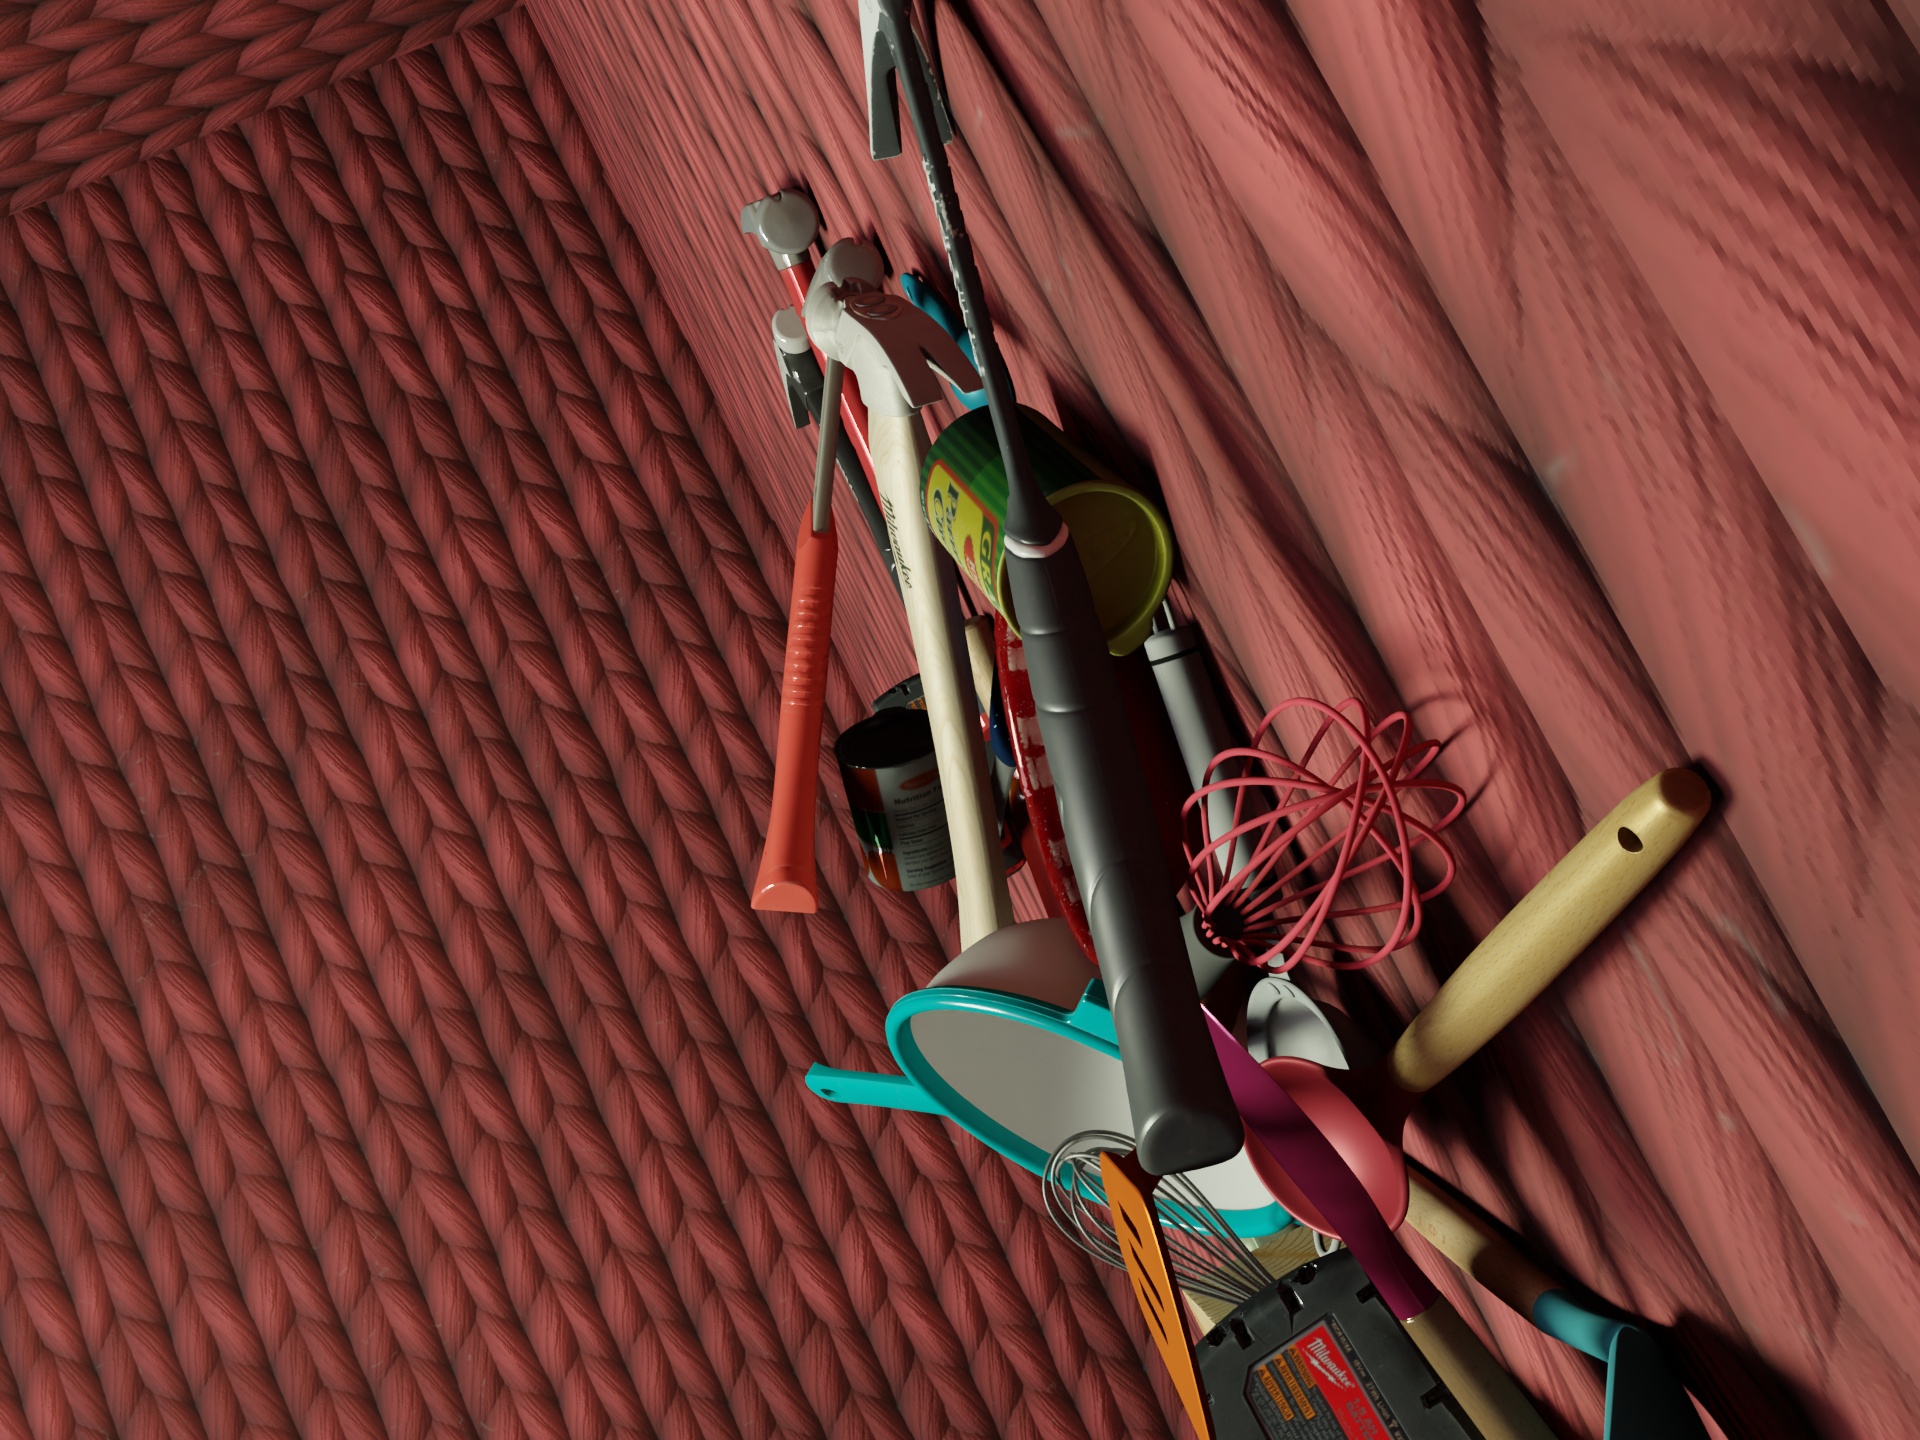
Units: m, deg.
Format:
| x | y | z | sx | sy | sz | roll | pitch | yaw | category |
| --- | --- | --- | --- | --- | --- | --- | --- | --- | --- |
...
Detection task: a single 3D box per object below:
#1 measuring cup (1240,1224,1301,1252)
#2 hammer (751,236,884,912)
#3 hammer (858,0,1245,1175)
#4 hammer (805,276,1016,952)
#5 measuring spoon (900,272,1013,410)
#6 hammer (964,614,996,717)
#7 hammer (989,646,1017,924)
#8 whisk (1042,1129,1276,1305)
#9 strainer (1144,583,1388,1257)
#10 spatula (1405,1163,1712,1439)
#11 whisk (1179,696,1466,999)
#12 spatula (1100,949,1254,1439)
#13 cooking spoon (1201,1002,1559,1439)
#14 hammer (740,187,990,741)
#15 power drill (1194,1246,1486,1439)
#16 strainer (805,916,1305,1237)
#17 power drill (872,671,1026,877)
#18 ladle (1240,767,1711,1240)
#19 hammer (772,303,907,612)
| x | y | z | sx | sy | sz | roll | pitch | yaw | category |
| --- | --- | --- | --- | --- | --- | --- | --- | --- | --- |
| 0.163 | 0.258 | 0.949 | 0.083 | 0.038 | 0.168 | 74 | 171 | -56 | measuring cup |
| -0.083 | -0.074 | 0.885 | 0.149 | 0.036 | 0.359 | -174 | 90 | -79 | hammer |
| 0.017 | -0.070 | 0.481 | 0.149 | 0.036 | 0.409 | 77 | 179 | -76 | hammer |
| -0.001 | -0.003 | 0.787 | 0.146 | 0.038 | 0.410 | -129 | 24 | -55 | hammer |
| -0.011 | -0.175 | 0.730 | 0.129 | 0.021 | 0.042 | 56 | 170 | 47 | measuring spoon |
| 0.071 | 0.085 | 1.052 | 0.130 | 0.031 | 0.331 | -143 | 29 | -78 | hammer |
| 0.022 | 0.014 | 0.873 | 0.405 | 0.035 | 0.144 | 97 | 153 | -62 | hammer |
| 0.140 | 0.264 | 0.714 | 0.239 | 0.055 | 0.055 | 34 | 169 | 6 | whisk |
| 0.115 | 0.071 | 0.590 | 0.087 | 0.050 | 0.258 | 170 | 80 | -73 | strainer |
| 0.176 | 0.192 | 0.530 | 0.082 | 0.044 | 0.317 | 53 | 176 | -5 | spatula |
| 0.090 | 0.060 | 0.508 | 0.073 | 0.073 | 0.295 | 63 | 168 | 15 | whisk |
| 0.090 | 0.138 | 0.581 | 0.322 | 0.041 | 0.081 | -34 | -70 | -69 | spatula |
| 0.152 | 0.195 | 0.471 | 0.319 | 0.017 | 0.068 | 52 | 177 | 7 | cooking spoon |
| -0.051 | -0.161 | 1.061 | 0.143 | 0.038 | 0.386 | -129 | 15 | -71 | hammer |
| 0.169 | 0.272 | 0.580 | 0.219 | 0.078 | 0.143 | 43 | -168 | -49 | power drill |
| 0.037 | 0.165 | 0.822 | 0.210 | 0.095 | 0.340 | 44 | 149 | -25 | strainer |
| -0.011 | 0.029 | 1.337 | 0.188 | 0.080 | 0.226 | 63 | 177 | 21 | power drill |
| 0.130 | 0.088 | 0.437 | 0.069 | 0.031 | 0.315 | 48 | 160 | 21 | ladle |
| -0.058 | -0.144 | 1.206 | 0.335 | 0.035 | 0.146 | 63 | 173 | 11 | hammer |
